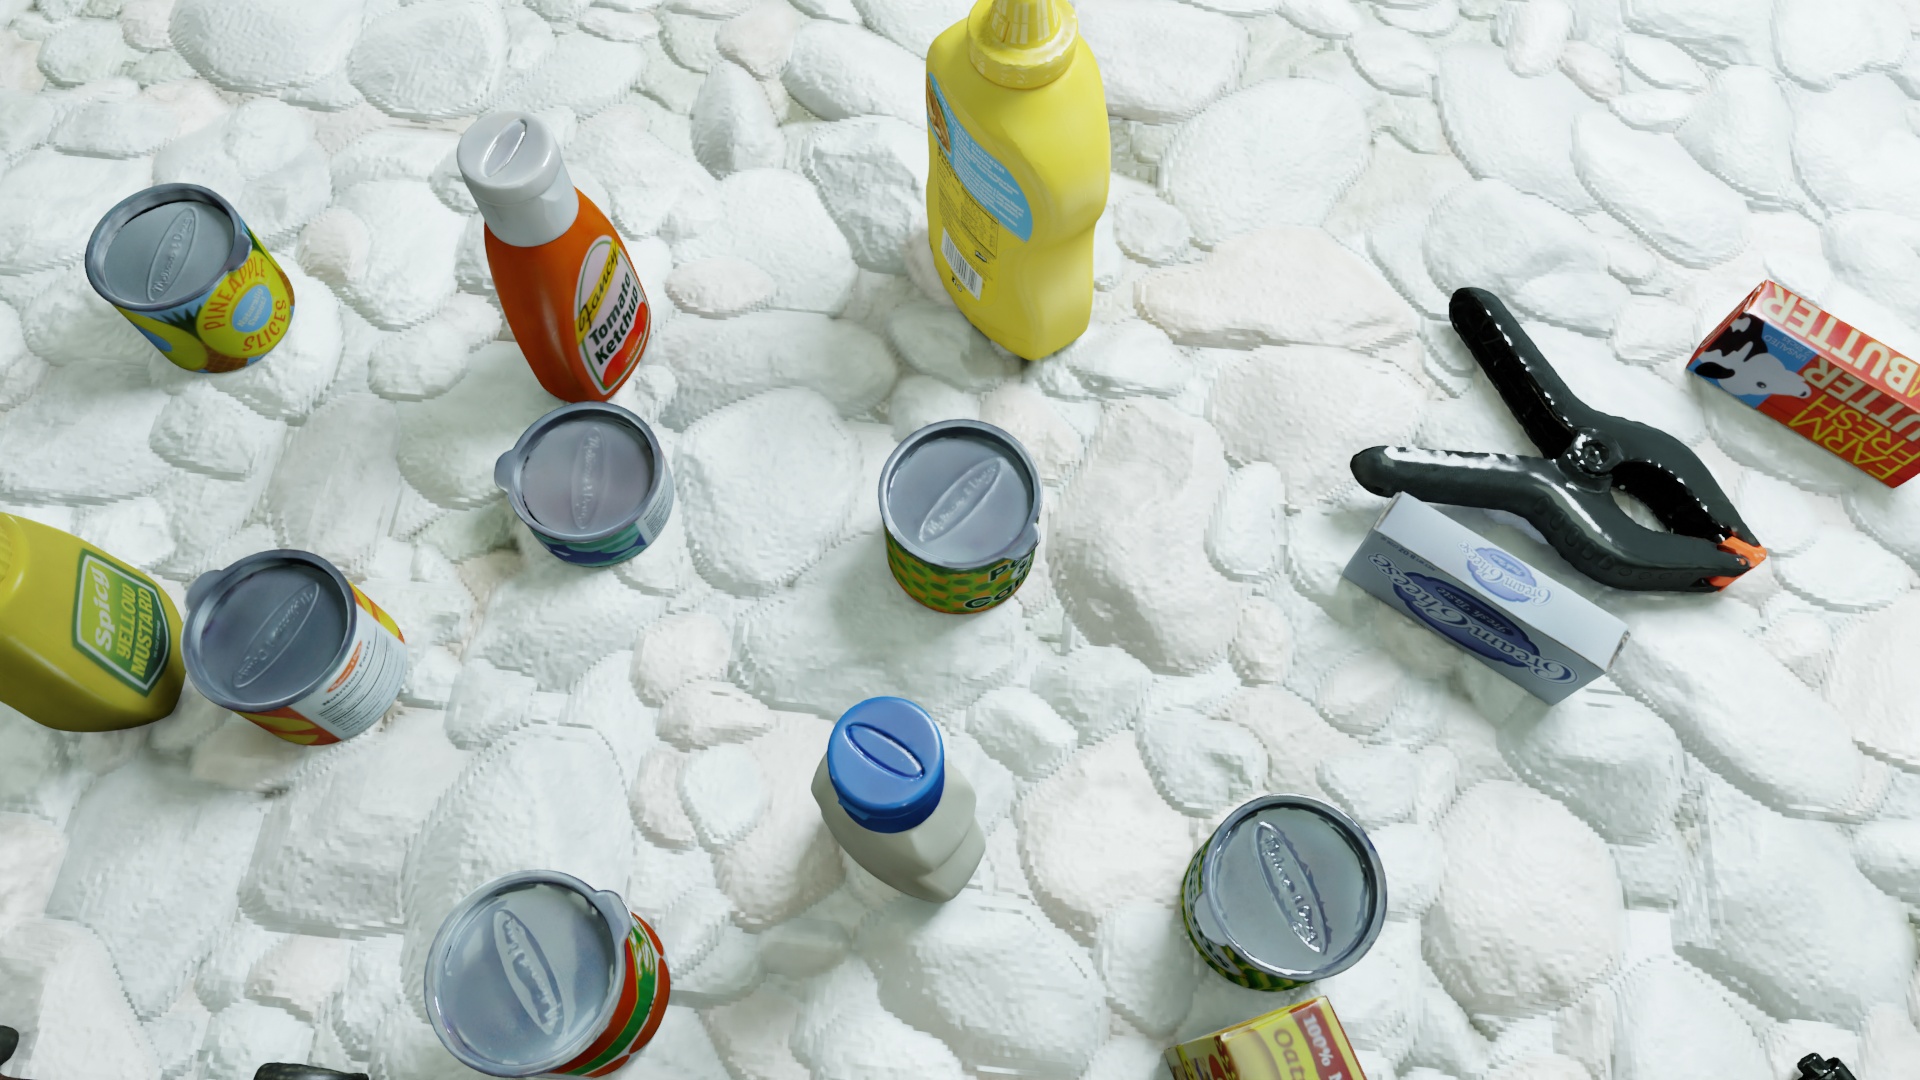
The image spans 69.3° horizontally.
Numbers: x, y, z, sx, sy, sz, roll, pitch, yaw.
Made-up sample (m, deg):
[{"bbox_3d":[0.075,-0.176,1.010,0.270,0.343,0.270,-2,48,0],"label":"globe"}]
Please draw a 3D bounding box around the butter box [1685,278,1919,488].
[{"bbox_3d":[0.382,-0.068,0.609,0.103,0.053,0.024,35,72,13],"label":"butter box"}]

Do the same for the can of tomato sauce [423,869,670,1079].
[{"bbox_3d":[-0.143,0.156,0.497,0.071,0.082,0.071,0,68,0],"label":"can of tomato sauce"}]

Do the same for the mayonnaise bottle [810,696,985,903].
[{"bbox_3d":[-0.022,0.092,0.489,0.065,0.147,0.041,31,71,12],"label":"mayonnaise bottle"}]

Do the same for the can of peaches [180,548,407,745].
[{"bbox_3d":[-0.267,0.043,0.558,0.071,0.058,0.071,0,67,0],"label":"can of peaches"}]

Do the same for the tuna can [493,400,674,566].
[{"bbox_3d":[-0.161,-0.024,0.600,0.071,0.032,0.071,0,67,0],"label":"tuna can"}]

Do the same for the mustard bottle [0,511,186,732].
[{"bbox_3d":[-0.345,0.025,0.510,0.049,0.159,0.065,-9,68,-4],"label":"mustard bottle"}]

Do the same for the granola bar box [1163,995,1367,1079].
[{"bbox_3d":[0.124,0.235,0.443,0.039,0.123,0.166,-19,69,-8],"label":"granola bar box"}]

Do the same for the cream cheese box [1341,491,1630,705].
[{"bbox_3d":[0.213,0.024,0.570,0.104,0.053,0.024,33,71,13],"label":"cream cheese box"}]

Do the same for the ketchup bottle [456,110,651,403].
[{"bbox_3d":[-0.168,-0.116,0.576,0.043,0.148,0.065,19,69,7],"label":"ketchup bottle"}]

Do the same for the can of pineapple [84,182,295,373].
[{"bbox_3d":[-0.342,-0.116,0.624,0.071,0.057,0.071,0,67,0],"label":"can of pineapple"}]

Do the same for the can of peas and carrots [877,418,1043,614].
[{"bbox_3d":[0.002,-0.007,0.579,0.071,0.058,0.071,0,67,0],"label":"can of peas and carrots"}]

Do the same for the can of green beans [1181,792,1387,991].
[{"bbox_3d":[0.119,0.133,0.521,0.071,0.057,0.071,0,67,0],"label":"can of green beans"}]
